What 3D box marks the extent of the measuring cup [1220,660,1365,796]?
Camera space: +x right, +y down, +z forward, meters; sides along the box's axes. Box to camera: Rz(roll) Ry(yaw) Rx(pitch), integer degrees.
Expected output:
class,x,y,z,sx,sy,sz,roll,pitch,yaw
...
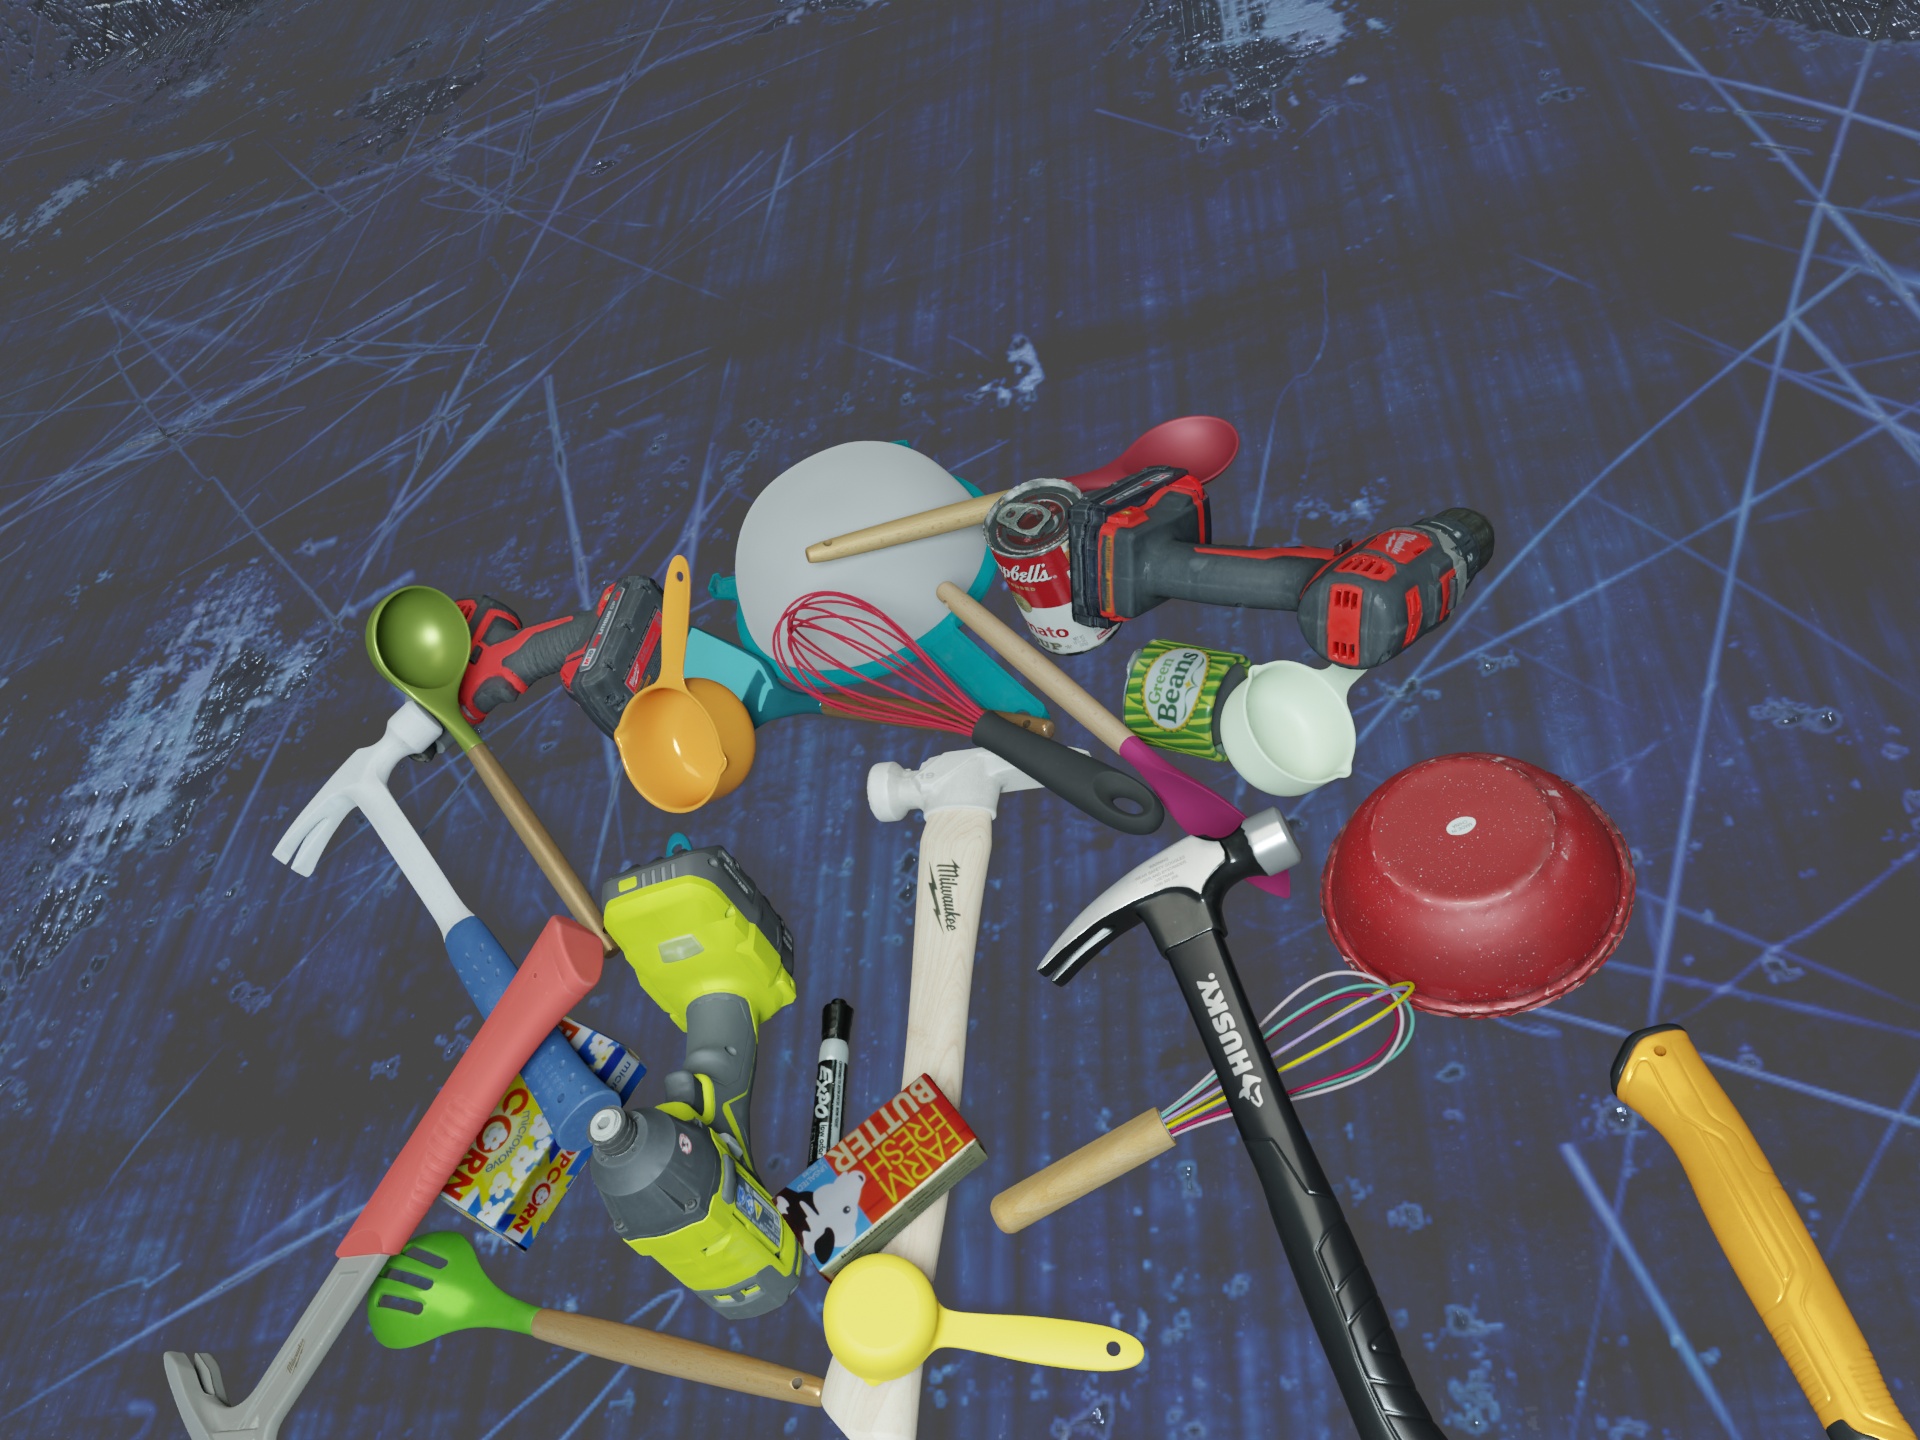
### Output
class,x,y,z,sx,sy,sz,roll,pitch,yaw
measuring cup,0.213,-0.017,0.943,0.083,0.038,0.167,47,53,1

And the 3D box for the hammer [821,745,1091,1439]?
class,x,y,z,sx,sy,sz,roll,pitch,yaw
hammer,-0.006,0.186,0.883,0.146,0.038,0.411,-7,51,19

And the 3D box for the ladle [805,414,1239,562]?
class,x,y,z,sx,sy,sz,roll,pitch,yaw
ladle,0.045,-0.152,1.087,0.315,0.031,0.069,-17,49,-14

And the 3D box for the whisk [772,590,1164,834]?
class,x,y,z,sx,sy,sz,roll,pitch,yaw
whisk,-0.002,-0.003,0.973,0.296,0.073,0.073,28,68,28

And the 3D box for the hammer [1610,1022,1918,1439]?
class,x,y,z,sx,sy,sz,roll,pitch,yaw
hammer,0.364,0.266,0.637,0.127,0.034,0.337,-23,46,8

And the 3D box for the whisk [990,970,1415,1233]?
class,x,y,z,sx,sy,sz,roll,pitch,yaw
whisk,0.125,0.197,0.813,0.245,0.051,0.047,-31,25,5

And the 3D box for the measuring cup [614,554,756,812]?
class,x,y,z,sx,sy,sz,roll,pitch,yaw
measuring cup,-0.178,-0.026,1.067,0.095,0.173,0.052,12,15,27

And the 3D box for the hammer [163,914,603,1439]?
class,x,y,z,sx,sy,sz,roll,pitch,yaw
hammer,-0.319,0.265,0.901,0.149,0.036,0.359,31,88,39

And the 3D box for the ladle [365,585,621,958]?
class,x,y,z,sx,sy,sz,roll,pitch,yaw
ladle,-0.315,0.031,1.091,0.320,0.078,0.062,50,124,23

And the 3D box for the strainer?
class,x,y,z,sx,sy,sz,roll,pitch,yaw
strainer,-0.050,-0.101,1.103,0.211,0.095,0.341,-38,45,-8

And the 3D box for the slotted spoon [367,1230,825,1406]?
class,x,y,z,sx,sy,sz,roll,pitch,yaw
slotted spoon,-0.208,0.331,0.866,0.314,0.031,0.070,3,51,26

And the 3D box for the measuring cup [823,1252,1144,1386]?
class,x,y,z,sx,sy,sz,roll,pitch,yaw
measuring cup,0.010,0.291,0.762,0.156,0.029,0.062,4,57,7

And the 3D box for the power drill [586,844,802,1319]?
class,x,y,z,sx,sy,sz,roll,pitch,yaw
power drill,-0.145,0.185,0.861,0.080,0.171,0.223,-19,44,10

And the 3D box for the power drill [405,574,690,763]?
class,x,y,z,sx,sy,sz,roll,pitch,yaw
power drill,-0.320,-0.034,1.195,0.220,0.078,0.143,-3,51,27

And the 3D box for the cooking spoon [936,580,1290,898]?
class,x,y,z,sx,sy,sz,roll,pitch,yaw
cooking spoon,0.084,0.000,0.953,0.017,0.068,0.319,-36,53,-16

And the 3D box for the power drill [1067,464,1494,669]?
class,x,y,z,sx,sy,sz,roll,pitch,yaw
power drill,0.198,-0.100,0.967,0.227,0.080,0.188,14,30,35

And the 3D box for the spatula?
class,x,y,z,sx,sy,sz,roll,pitch,yaw
spatula,-0.077,-0.011,1.063,0.318,0.044,0.082,6,73,36

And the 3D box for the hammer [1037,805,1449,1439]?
class,x,y,z,sx,sy,sz,roll,pitch,yaw
hammer,0.147,0.210,0.744,0.146,0.035,0.335,-27,58,12

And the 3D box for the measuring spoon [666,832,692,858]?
class,x,y,z,sx,sy,sz,roll,pitch,yaw
measuring spoon,-0.181,0.118,1.033,0.042,0.021,0.129,-24,47,6

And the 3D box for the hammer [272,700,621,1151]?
class,x,y,z,sx,sy,sz,roll,pitch,yaw
hammer,-0.329,0.134,1.025,0.144,0.035,0.406,-46,48,-6
